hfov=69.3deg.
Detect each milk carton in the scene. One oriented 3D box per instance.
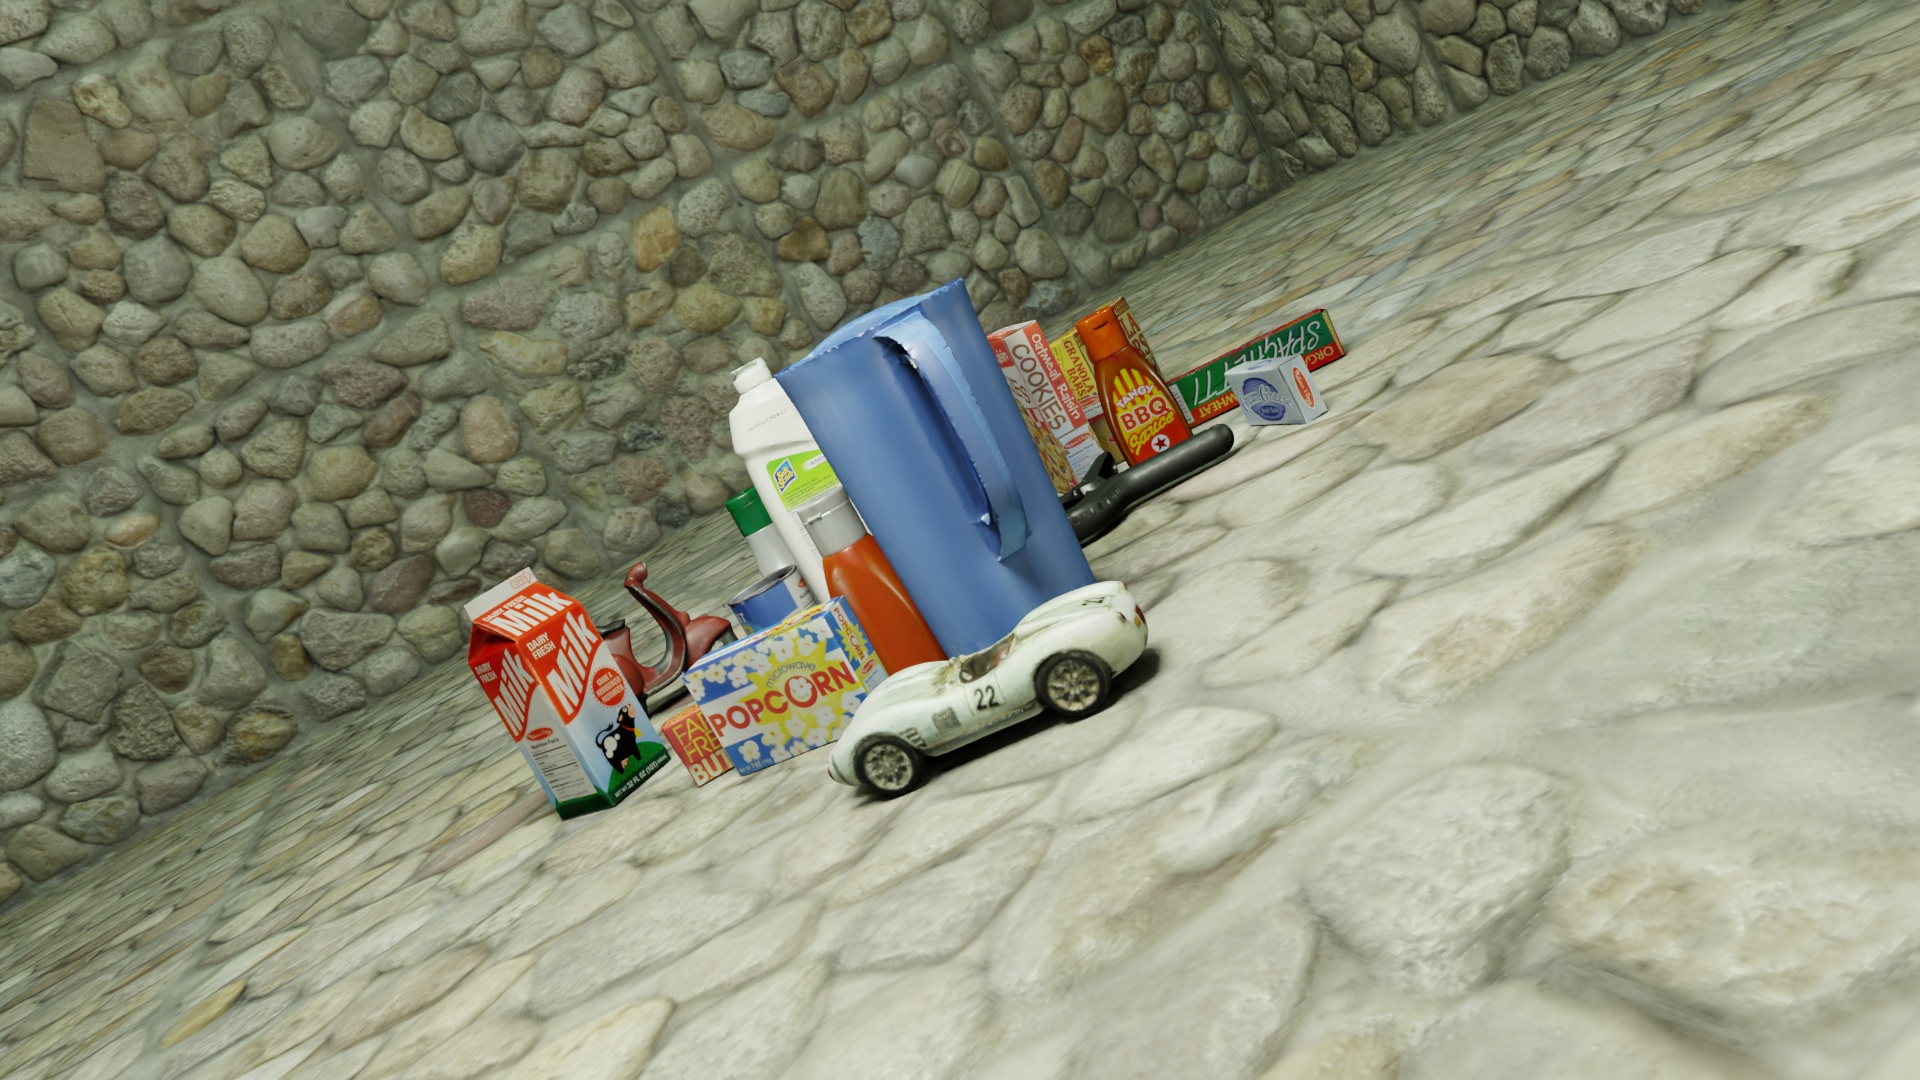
[{"bbox_3d":[-0.319,0.118,1.103,0.073,0.190,0.073,-21,12,37],"label":"milk carton"}]

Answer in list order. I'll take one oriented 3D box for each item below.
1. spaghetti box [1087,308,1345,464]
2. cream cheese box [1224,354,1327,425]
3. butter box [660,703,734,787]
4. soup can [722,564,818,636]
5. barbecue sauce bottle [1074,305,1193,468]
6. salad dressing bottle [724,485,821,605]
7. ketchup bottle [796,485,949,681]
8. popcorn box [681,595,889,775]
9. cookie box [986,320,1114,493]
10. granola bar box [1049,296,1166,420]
[{"bbox_3d":[0.240,-0.144,1.322,0.250,0.050,0.029,-25,10,14],"label":"spaghetti box"},{"bbox_3d":[0.261,-0.124,1.158,0.024,0.053,0.104,-30,10,-11],"label":"cream cheese box"},{"bbox_3d":[-0.160,0.131,1.012,0.103,0.053,0.024,-29,10,-6],"label":"butter box"},{"bbox_3d":[-0.151,0.074,1.182,0.071,0.083,0.071,-27,10,5],"label":"soup can"},{"bbox_3d":[0.150,-0.133,1.227,0.065,0.148,0.044,-28,10,3],"label":"barbecue sauce bottle"},{"bbox_3d":[-0.173,0.019,1.327,0.044,0.147,0.064,-27,10,6],"label":"salad dressing bottle"},{"bbox_3d":[-0.062,0.035,0.958,0.064,0.148,0.044,-23,11,26],"label":"ketchup bottle"},{"bbox_3d":[-0.117,0.101,0.956,0.126,0.085,0.038,-24,11,24],"label":"popcorn box"},{"bbox_3d":[0.077,-0.124,1.318,0.040,0.167,0.123,-30,10,-8],"label":"cookie box"},{"bbox_3d":[0.164,-0.184,1.507,0.039,0.124,0.166,-22,12,33],"label":"granola bar box"}]
